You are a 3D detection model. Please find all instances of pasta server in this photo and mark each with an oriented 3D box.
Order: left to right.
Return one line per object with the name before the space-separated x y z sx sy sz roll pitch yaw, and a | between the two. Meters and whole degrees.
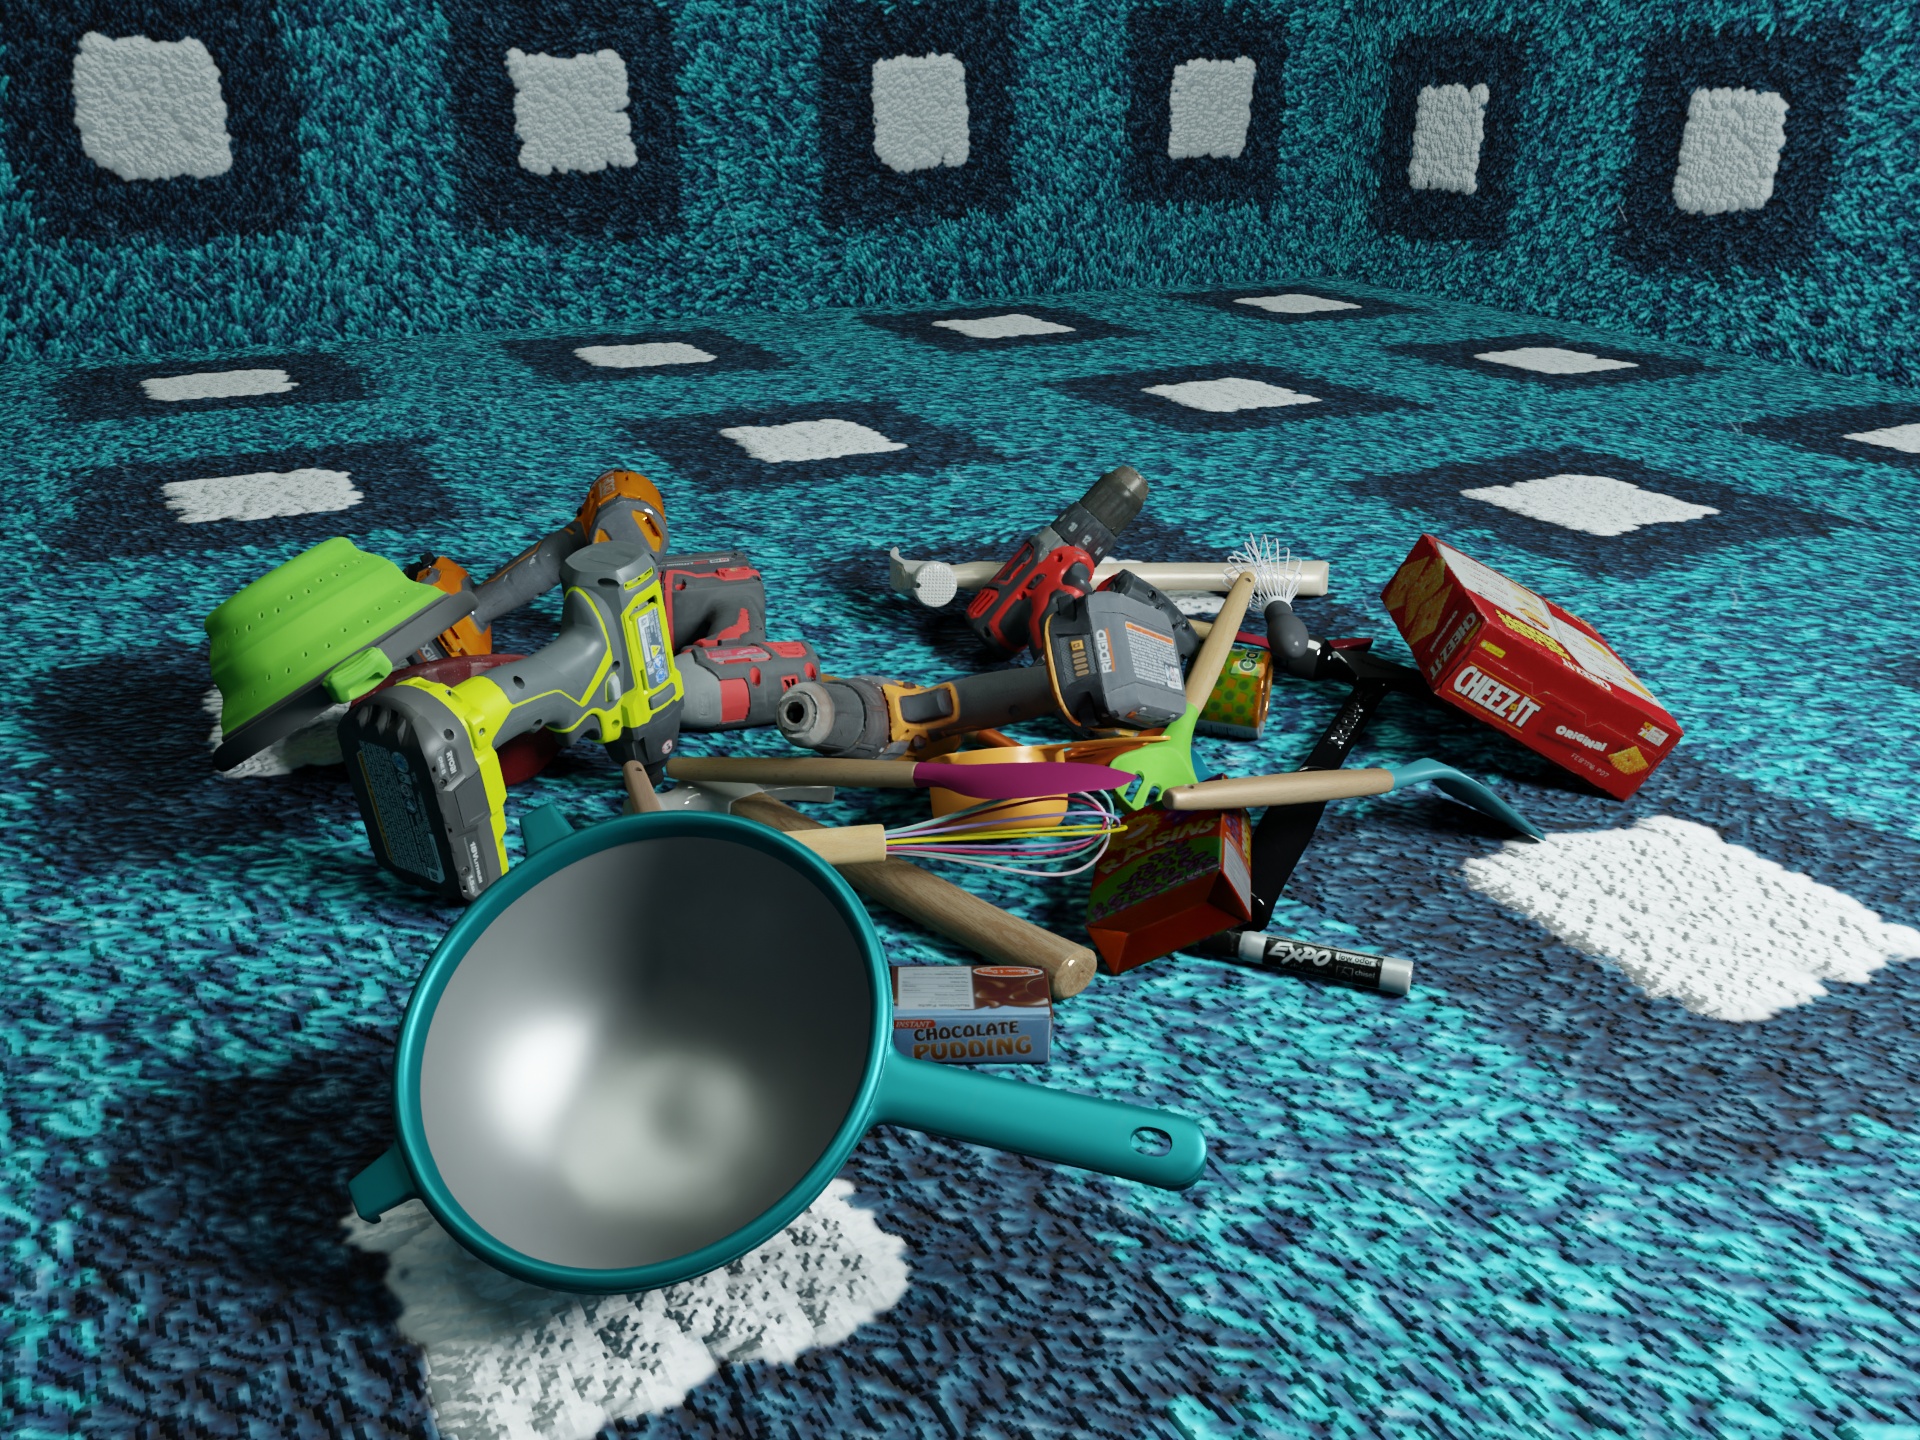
pasta server | -0.152 0.098 0.884 0.060 0.040 0.317 8 25 -27

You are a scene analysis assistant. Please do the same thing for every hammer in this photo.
hammer | -0.054 0.089 0.955 0.331 0.031 0.130 22 31 39
hammer | 0.140 -0.132 1.448 0.410 0.038 0.146 -1 13 -16
hammer | 0.249 0.036 1.080 0.149 0.036 0.409 17 29 20

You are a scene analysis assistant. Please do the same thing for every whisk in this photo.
whisk | -0.022 0.067 0.911 0.245 0.051 0.047 -4 29 -11
whisk | 0.252 -0.096 1.285 0.070 0.070 0.285 3 19 5

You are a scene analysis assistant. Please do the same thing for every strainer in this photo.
strainer | -0.066 0.161 0.676 0.340 0.095 0.211 9 58 13

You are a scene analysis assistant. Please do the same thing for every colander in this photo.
colander | -0.410 -0.058 1.009 0.204 0.094 0.397 -37 14 -18

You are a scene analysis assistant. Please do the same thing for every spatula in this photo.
spatula | -0.002 -0.004 1.162 0.323 0.041 0.081 18 29 36
spatula | 0.237 0.049 0.960 0.317 0.044 0.082 -1 22 -37

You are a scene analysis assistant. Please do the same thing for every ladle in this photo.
ladle | 0.196 -0.079 1.364 0.315 0.031 0.069 12 15 29

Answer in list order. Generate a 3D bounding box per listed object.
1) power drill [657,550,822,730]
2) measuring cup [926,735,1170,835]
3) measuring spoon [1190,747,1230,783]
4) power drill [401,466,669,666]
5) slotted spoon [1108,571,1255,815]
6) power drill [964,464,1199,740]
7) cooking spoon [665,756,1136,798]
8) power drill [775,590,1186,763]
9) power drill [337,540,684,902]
power drill | -0.202 -0.058 1.243 0.143 0.078 0.220 -7 27 -18
measuring cup | 0.056 0.041 0.973 0.174 0.052 0.095 -8 -7 40
measuring spoon | 0.160 0.040 1.105 0.042 0.021 0.129 3 14 -4
power drill | -0.342 -0.129 1.283 0.226 0.084 0.164 -28 26 0
slotted spoon | 0.165 -0.019 1.099 0.070 0.031 0.314 28 42 3
power drill | 0.102 -0.100 1.235 0.080 0.188 0.227 39 9 -27
cooking spoon | -0.047 0.032 0.954 0.319 0.017 0.069 0 10 28
power drill | 0.009 -0.017 1.003 0.226 0.084 0.185 -14 -10 24
power drill | -0.260 0.008 0.987 0.080 0.171 0.223 14 35 28
